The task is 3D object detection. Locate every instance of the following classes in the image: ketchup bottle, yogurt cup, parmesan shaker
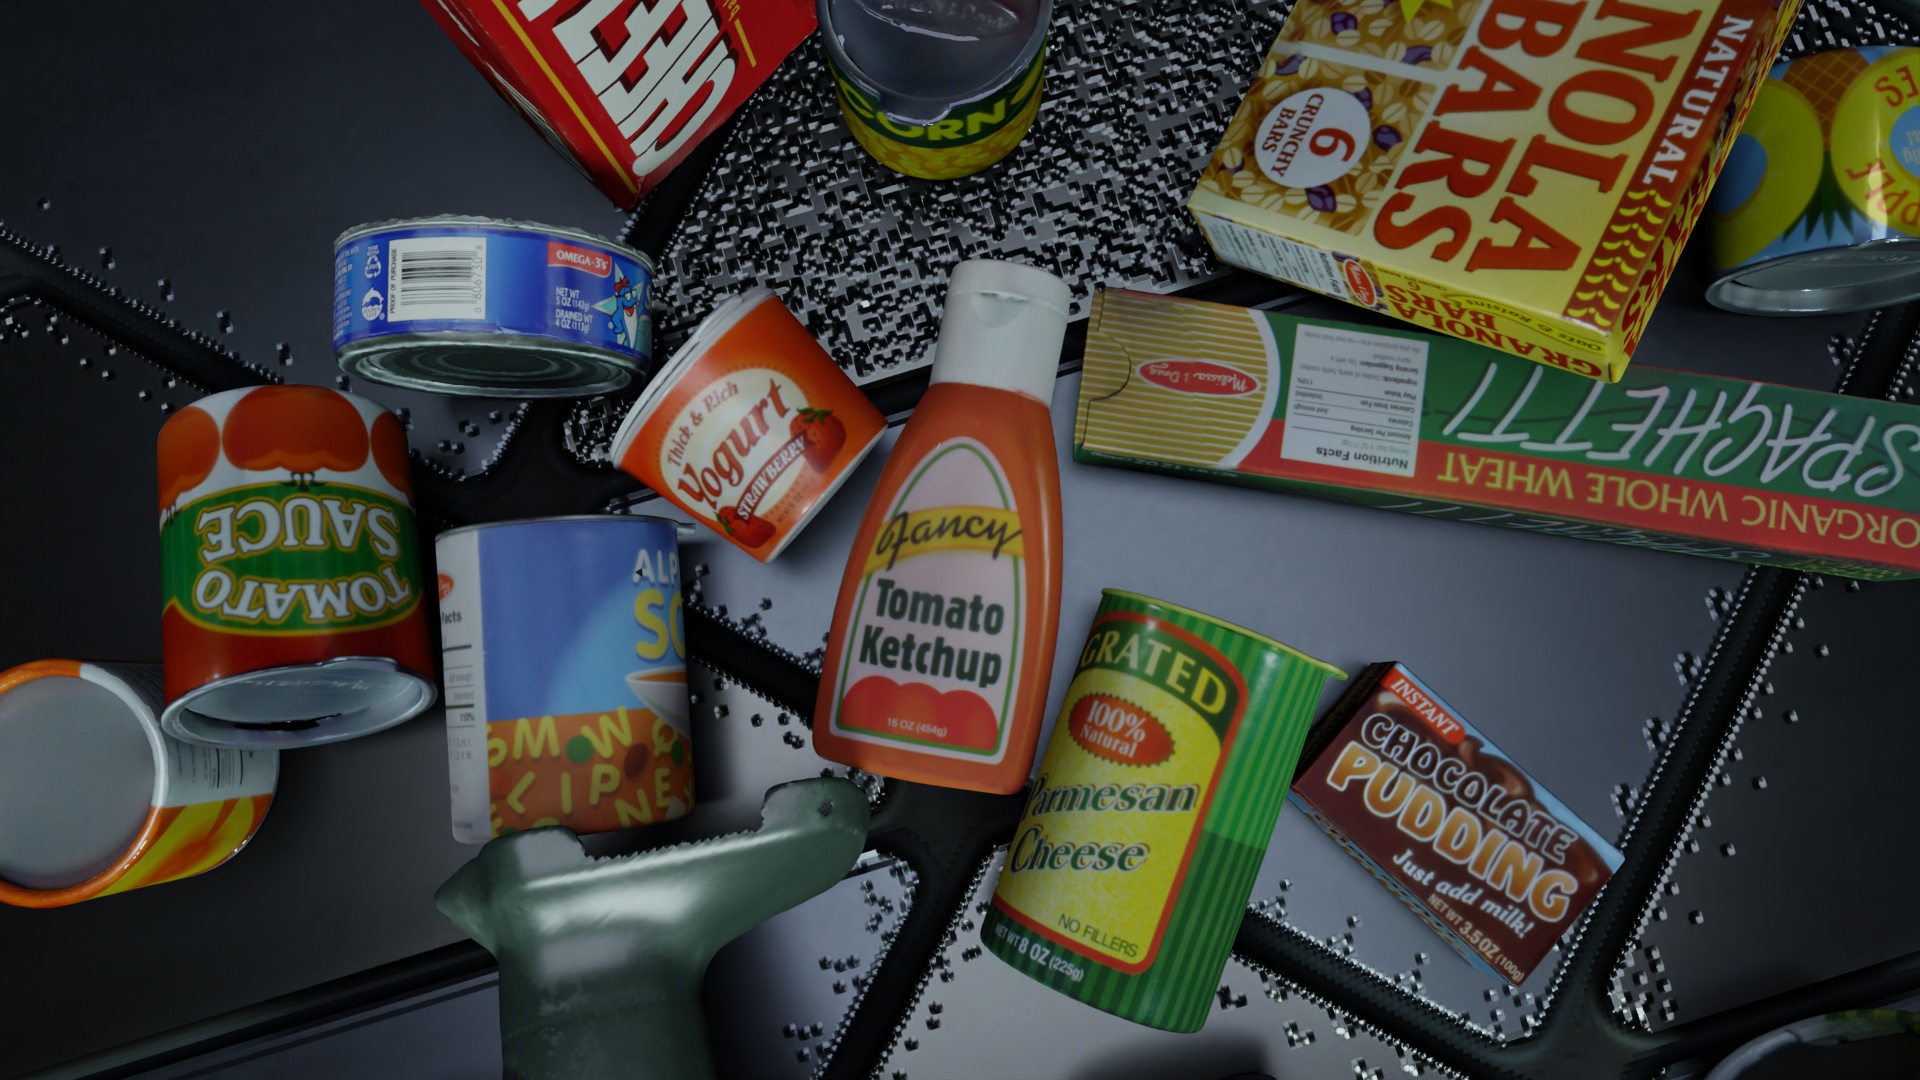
[{"bbox_3d":[0.001,-0.005,0.402,0.065,0.043,0.149,10,83,9],"label":"ketchup bottle"},{"bbox_3d":[-0.058,-0.030,0.397,0.054,0.072,0.072,41,86,-3],"label":"yogurt cup"},{"bbox_3d":[0.055,0.073,0.379,0.071,0.071,0.103,20,84,3],"label":"parmesan shaker"}]

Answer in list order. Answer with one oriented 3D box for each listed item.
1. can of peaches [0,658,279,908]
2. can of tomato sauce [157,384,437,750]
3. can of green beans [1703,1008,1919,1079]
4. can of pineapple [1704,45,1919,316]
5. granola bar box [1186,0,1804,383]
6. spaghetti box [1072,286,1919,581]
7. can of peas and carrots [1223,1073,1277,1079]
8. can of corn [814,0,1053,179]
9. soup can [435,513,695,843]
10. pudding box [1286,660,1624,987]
[{"bbox_3d":[-0.241,0.068,0.391,0.071,0.058,0.071,0,84,1],"label":"can of peaches"},{"bbox_3d":[-0.183,0.007,0.383,0.071,0.071,0.083,-15,69,0],"label":"can of tomato sauce"},{"bbox_3d":[0.241,0.166,0.366,0.071,0.071,0.058,-27,84,-2],"label":"can of green beans"},{"bbox_3d":[0.250,-0.101,0.395,0.071,0.071,0.058,2,84,1],"label":"can of pineapple"},{"bbox_3d":[0.159,-0.140,0.394,0.124,0.039,0.165,26,84,30],"label":"granola bar box"},{"bbox_3d":[0.159,-0.030,0.409,0.250,0.028,0.050,9,84,2],"label":"spaghetti box"},{"bbox_3d":[0.070,0.184,0.370,0.071,0.071,0.059,-12,84,0],"label":"can of peas and carrots"},{"bbox_3d":[-0.007,-0.145,0.411,0.071,0.058,0.071,0,84,1],"label":"can of corn"},{"bbox_3d":[-0.107,0.038,0.389,0.071,0.071,0.084,-6,84,1],"label":"soup can"},{"bbox_3d":[0.138,0.079,0.397,0.084,0.030,0.050,42,85,5],"label":"pudding box"}]
